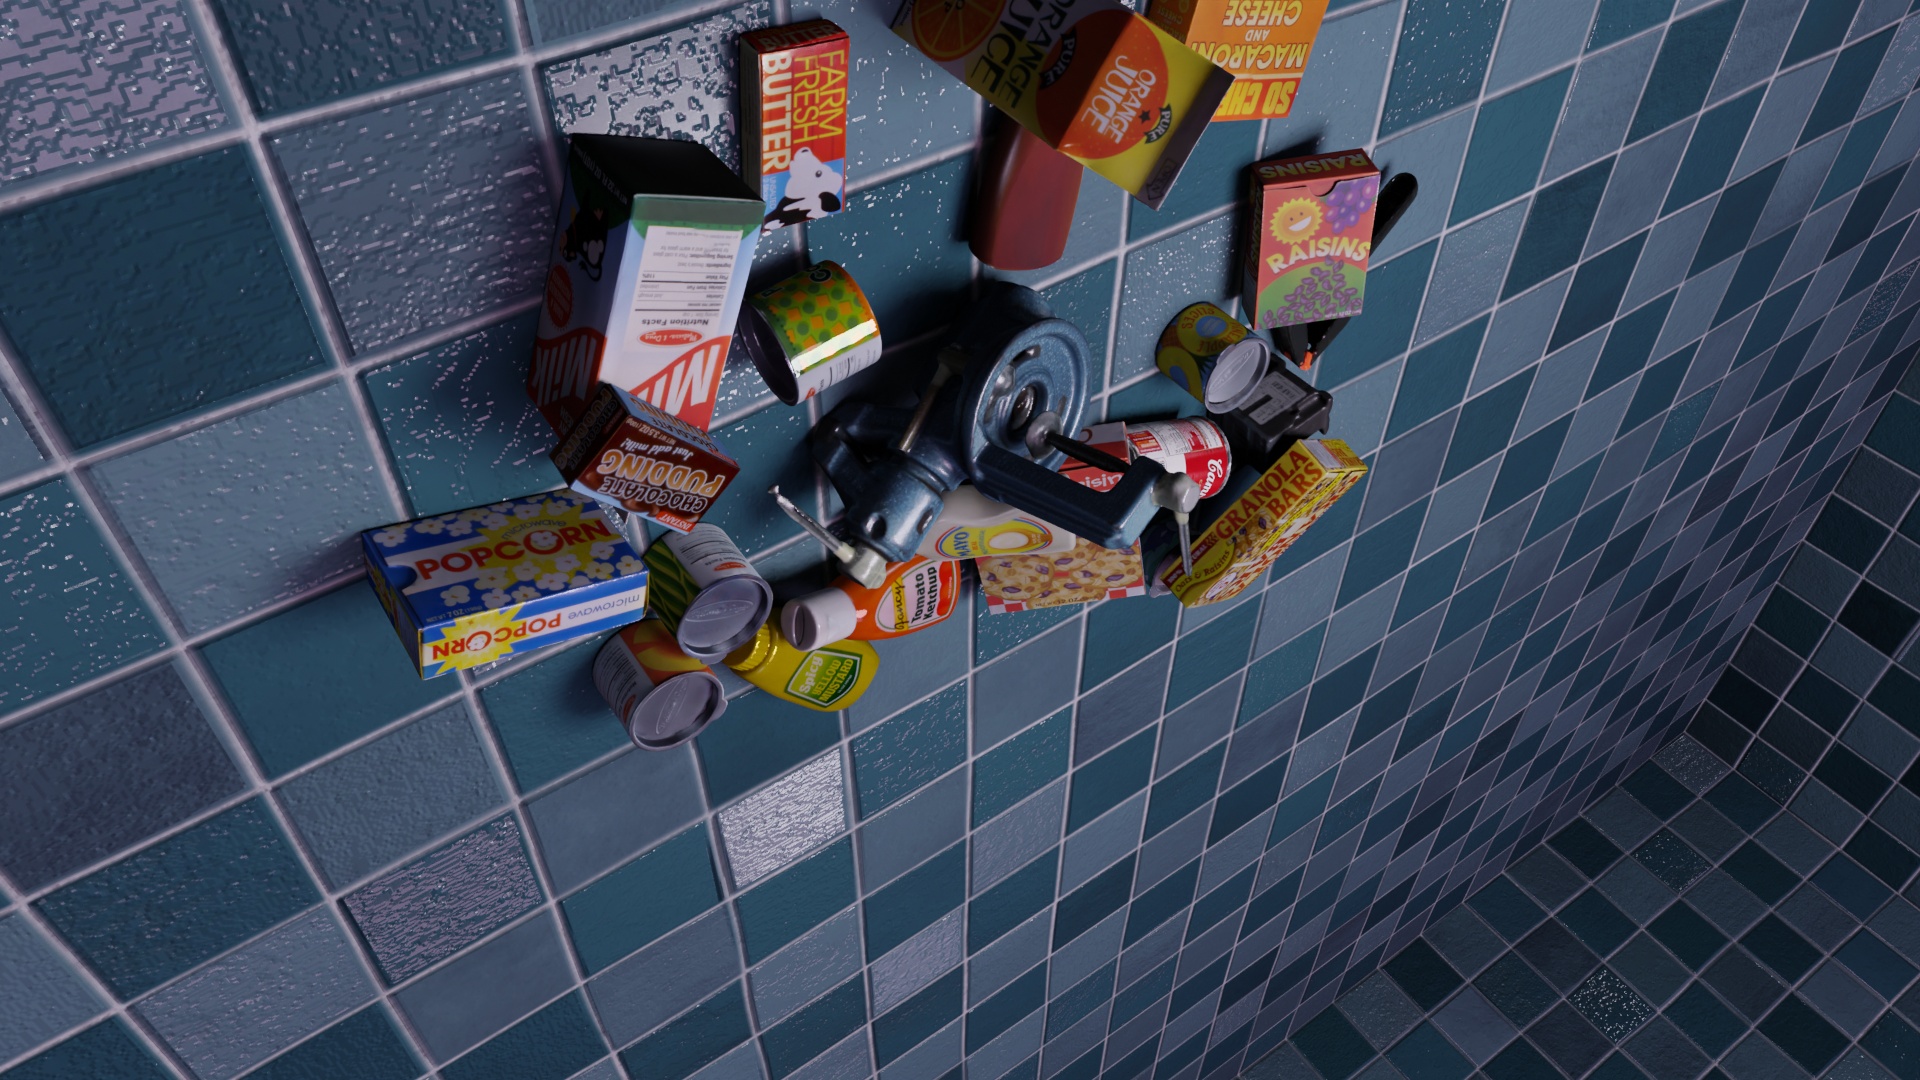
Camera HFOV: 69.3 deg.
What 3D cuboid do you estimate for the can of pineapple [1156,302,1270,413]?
[{"bbox_3d":[0.191,-0.140,1.055,0.071,0.058,0.070,-27,141,-24],"label":"can of pineapple"}]

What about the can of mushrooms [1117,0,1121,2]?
[{"bbox_3d":[0.069,-0.321,0.740,0.033,0.071,0.071,-50,145,6],"label":"can of mushrooms"}]

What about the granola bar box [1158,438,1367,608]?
[{"bbox_3d":[0.256,-0.014,1.165,0.165,0.039,0.124,-48,160,24],"label":"granola bar box"}]

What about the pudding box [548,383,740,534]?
[{"bbox_3d":[-0.158,-0.039,0.701,0.049,0.030,0.083,-48,144,10],"label":"pudding box"}]

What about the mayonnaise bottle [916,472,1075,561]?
[{"bbox_3d":[0.003,-0.012,0.950,0.148,0.041,0.064,-6,147,3],"label":"mayonnaise bottle"}]

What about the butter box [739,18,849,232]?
[{"bbox_3d":[-0.087,-0.216,0.727,0.053,0.024,0.103,-22,139,-28],"label":"butter box"}]

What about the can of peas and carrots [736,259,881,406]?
[{"bbox_3d":[-0.087,-0.120,0.790,0.059,0.071,0.070,-31,143,-20],"label":"can of peas and carrots"}]

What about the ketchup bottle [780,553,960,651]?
[{"bbox_3d":[-0.061,0.042,0.970,0.149,0.043,0.064,-18,118,-49],"label":"ketchup bottle"}]

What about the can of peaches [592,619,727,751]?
[{"bbox_3d":[-0.195,0.093,0.902,0.071,0.058,0.070,-27,141,-24],"label":"can of peaches"}]

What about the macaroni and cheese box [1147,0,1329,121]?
[{"bbox_3d":[0.177,-0.344,0.850,0.124,0.040,0.165,-15,135,-36],"label":"macaroni and cheese box"}]

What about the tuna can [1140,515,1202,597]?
[{"bbox_3d":[0.182,0.014,1.224,0.071,0.033,0.070,-27,141,-24],"label":"tuna can"}]

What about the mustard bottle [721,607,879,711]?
[{"bbox_3d":[-0.123,0.078,0.966,0.160,0.049,0.065,23,103,-53],"label":"mustard bottle"}]

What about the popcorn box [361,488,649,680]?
[{"bbox_3d":[-0.245,0.019,0.753,0.127,0.085,0.038,-16,136,-35],"label":"popcorn box"}]

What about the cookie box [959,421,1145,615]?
[{"bbox_3d":[0.069,-0.012,1.025,0.123,0.040,0.166,-8,142,6],"label":"cookie box"}]

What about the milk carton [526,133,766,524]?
[{"bbox_3d":[-0.169,-0.104,0.716,0.074,0.072,0.189,-7,130,-40],"label":"milk carton"}]

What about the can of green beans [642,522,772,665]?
[{"bbox_3d":[-0.161,0.031,0.873,0.071,0.058,0.071,-27,141,-24],"label":"can of green beans"}]

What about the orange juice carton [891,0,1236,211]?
[{"bbox_3d":[0.056,-0.240,0.699,0.073,0.193,0.071,9,120,-48],"label":"orange juice carton"}]

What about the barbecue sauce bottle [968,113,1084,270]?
[{"bbox_3d":[0.048,-0.236,0.826,0.065,0.044,0.147,-16,136,-34],"label":"barbecue sauce bottle"}]

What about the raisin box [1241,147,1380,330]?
[{"bbox_3d":[0.255,-0.220,1.021,0.086,0.040,0.122,-8,133,-2],"label":"raisin box"}]
